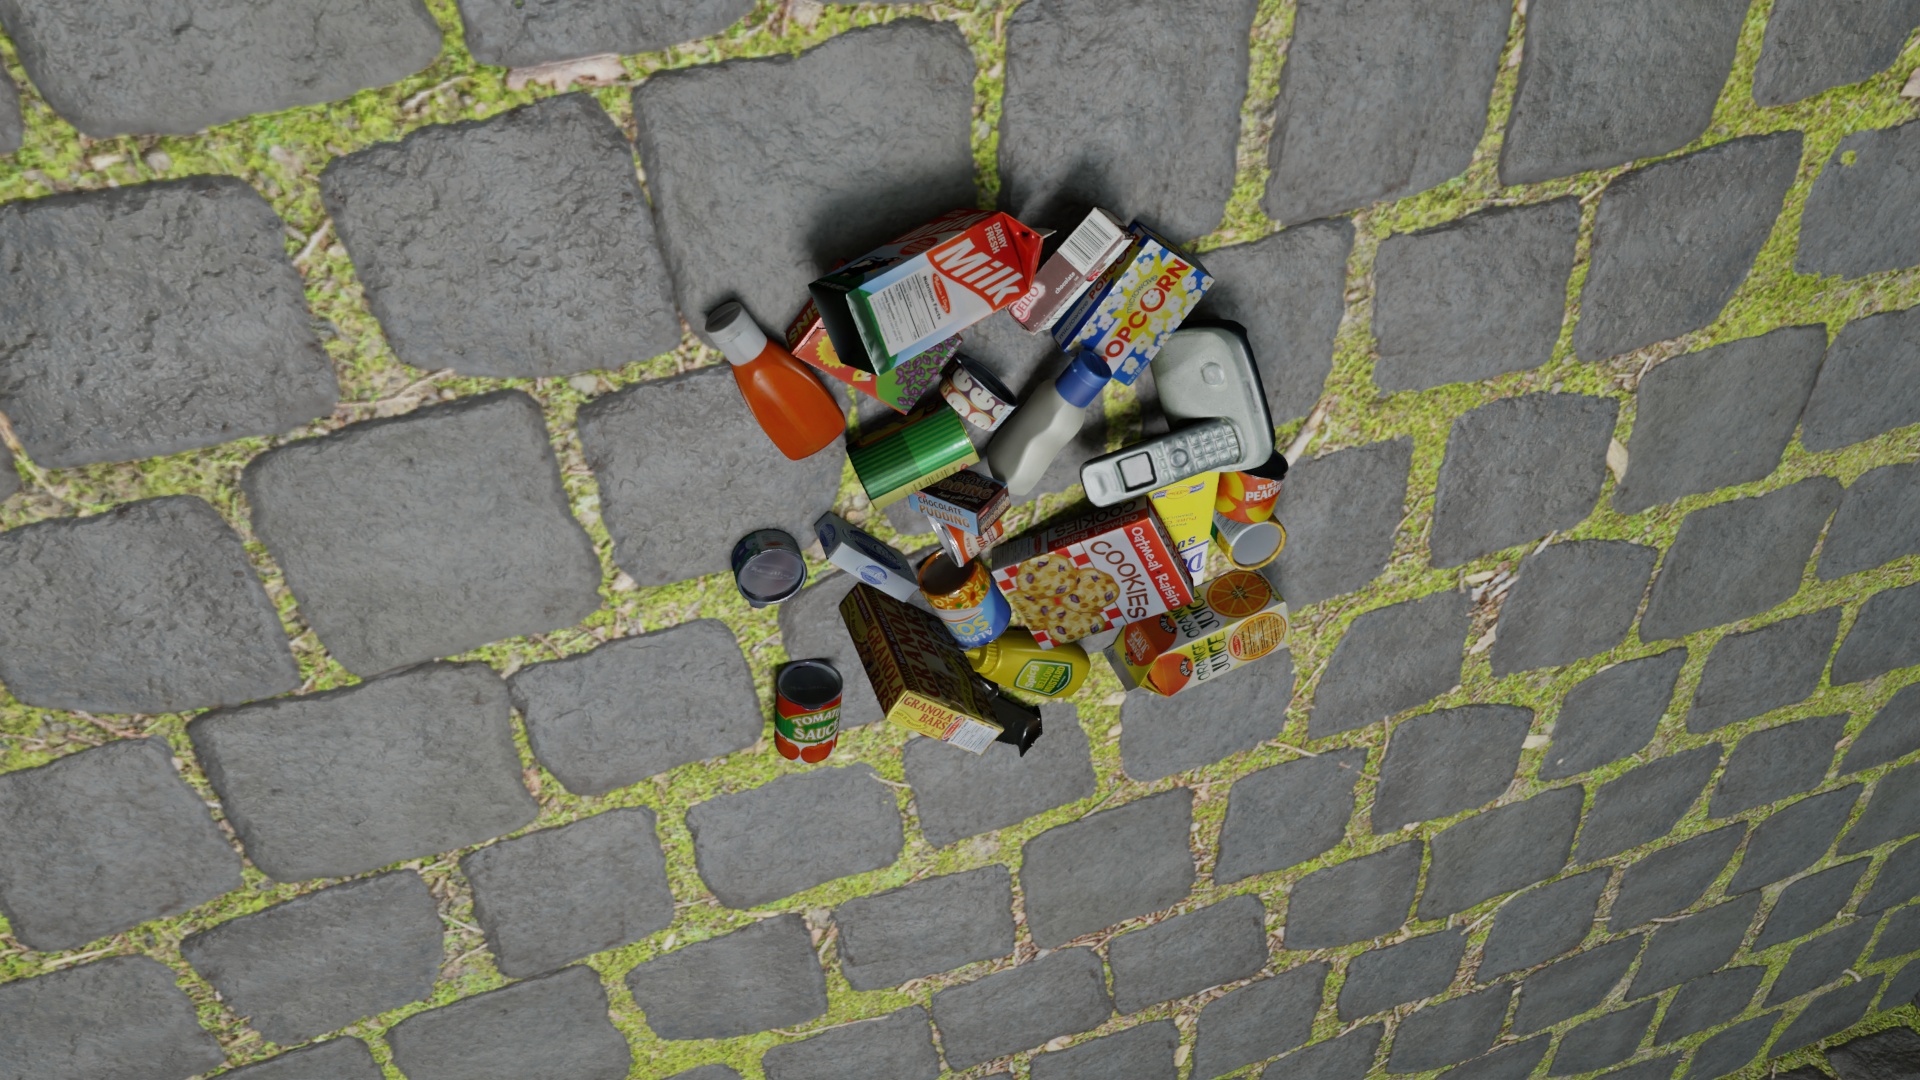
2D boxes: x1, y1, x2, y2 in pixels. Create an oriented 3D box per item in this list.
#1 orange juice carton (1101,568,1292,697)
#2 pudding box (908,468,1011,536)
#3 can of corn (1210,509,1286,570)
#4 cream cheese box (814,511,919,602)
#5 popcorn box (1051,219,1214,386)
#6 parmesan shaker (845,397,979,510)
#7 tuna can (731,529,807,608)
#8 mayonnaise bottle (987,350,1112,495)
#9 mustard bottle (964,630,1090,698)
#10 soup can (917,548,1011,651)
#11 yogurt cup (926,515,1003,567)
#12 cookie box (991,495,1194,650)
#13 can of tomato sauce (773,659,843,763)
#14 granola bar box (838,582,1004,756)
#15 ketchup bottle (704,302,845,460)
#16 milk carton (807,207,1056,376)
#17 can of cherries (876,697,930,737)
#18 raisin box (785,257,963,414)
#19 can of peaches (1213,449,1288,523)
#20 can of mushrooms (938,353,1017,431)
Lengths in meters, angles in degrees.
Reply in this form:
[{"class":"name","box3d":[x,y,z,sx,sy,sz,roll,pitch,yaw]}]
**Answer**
[{"class":"orange juice carton","box3d":[0.254,0.104,1.503,0.193,0.072,0.072,-23,132,-4]},{"class":"pudding box","box3d":[-0.001,-0.040,1.267,0.050,0.084,0.030,-43,141,-34]},{"class":"can of corn","box3d":[0.296,-0.010,1.437,0.071,0.058,0.070,-11,130,-13]},{"class":"cream cheese box","box3d":[-0.088,0.016,1.304,0.103,0.053,0.024,32,109,-37]},{"class":"popcorn box","box3d":[0.152,-0.208,1.233,0.085,0.038,0.126,23,115,-34]},{"class":"parmesan shaker","box3d":[-0.043,-0.078,1.236,0.103,0.071,0.071,-26,132,0]},{"class":"tuna can","box3d":[-0.179,0.027,1.289,0.071,0.033,0.070,-11,130,-14]},{"class":"mayonnaise bottle","box3d":[0.079,-0.108,1.248,0.041,0.065,0.147,14,134,-32]},{"class":"mustard bottle","box3d":[0.058,0.126,1.455,0.160,0.049,0.065,12,120,-30]},{"class":"soup can","box3d":[0.003,0.057,1.363,0.071,0.071,0.083,-31,131,3]},{"class":"yogurt cup","box3d":[0.005,-0.016,1.311,0.054,0.072,0.072,-30,132,-8]},{"class":"cookie box","box3d":[0.133,0.034,1.379,0.167,0.040,0.122,-20,127,18]},{"class":"can of tomato sauce","box3d":[-0.152,0.173,1.392,0.071,0.071,0.082,-6,129,-18]},{"class":"granola bar box","box3d":[-0.039,0.122,1.333,0.124,0.166,0.039,27,111,-36]},{"class":"ketchup bottle","box3d":[-0.157,-0.134,1.162,0.065,0.044,0.148,-33,132,4]},{"class":"milk carton","box3d":[-0.016,-0.210,1.108,0.191,0.072,0.073,-32,118,-19]},{"class":"can of cherries","box3d":[-0.042,0.162,1.434,0.071,0.072,0.058,-40,132,11]},{"class":"raisin box","box3d":[-0.073,-0.170,1.171,0.123,0.040,0.086,26,115,-35]},{"class":"can of peaches","box3d":[0.289,-0.057,1.389,0.071,0.071,0.057,-3,129,-20]},{"class":"can of mushrooms","box3d":[0.013,-0.131,1.221,0.071,0.071,0.033,27,114,-36]}]
